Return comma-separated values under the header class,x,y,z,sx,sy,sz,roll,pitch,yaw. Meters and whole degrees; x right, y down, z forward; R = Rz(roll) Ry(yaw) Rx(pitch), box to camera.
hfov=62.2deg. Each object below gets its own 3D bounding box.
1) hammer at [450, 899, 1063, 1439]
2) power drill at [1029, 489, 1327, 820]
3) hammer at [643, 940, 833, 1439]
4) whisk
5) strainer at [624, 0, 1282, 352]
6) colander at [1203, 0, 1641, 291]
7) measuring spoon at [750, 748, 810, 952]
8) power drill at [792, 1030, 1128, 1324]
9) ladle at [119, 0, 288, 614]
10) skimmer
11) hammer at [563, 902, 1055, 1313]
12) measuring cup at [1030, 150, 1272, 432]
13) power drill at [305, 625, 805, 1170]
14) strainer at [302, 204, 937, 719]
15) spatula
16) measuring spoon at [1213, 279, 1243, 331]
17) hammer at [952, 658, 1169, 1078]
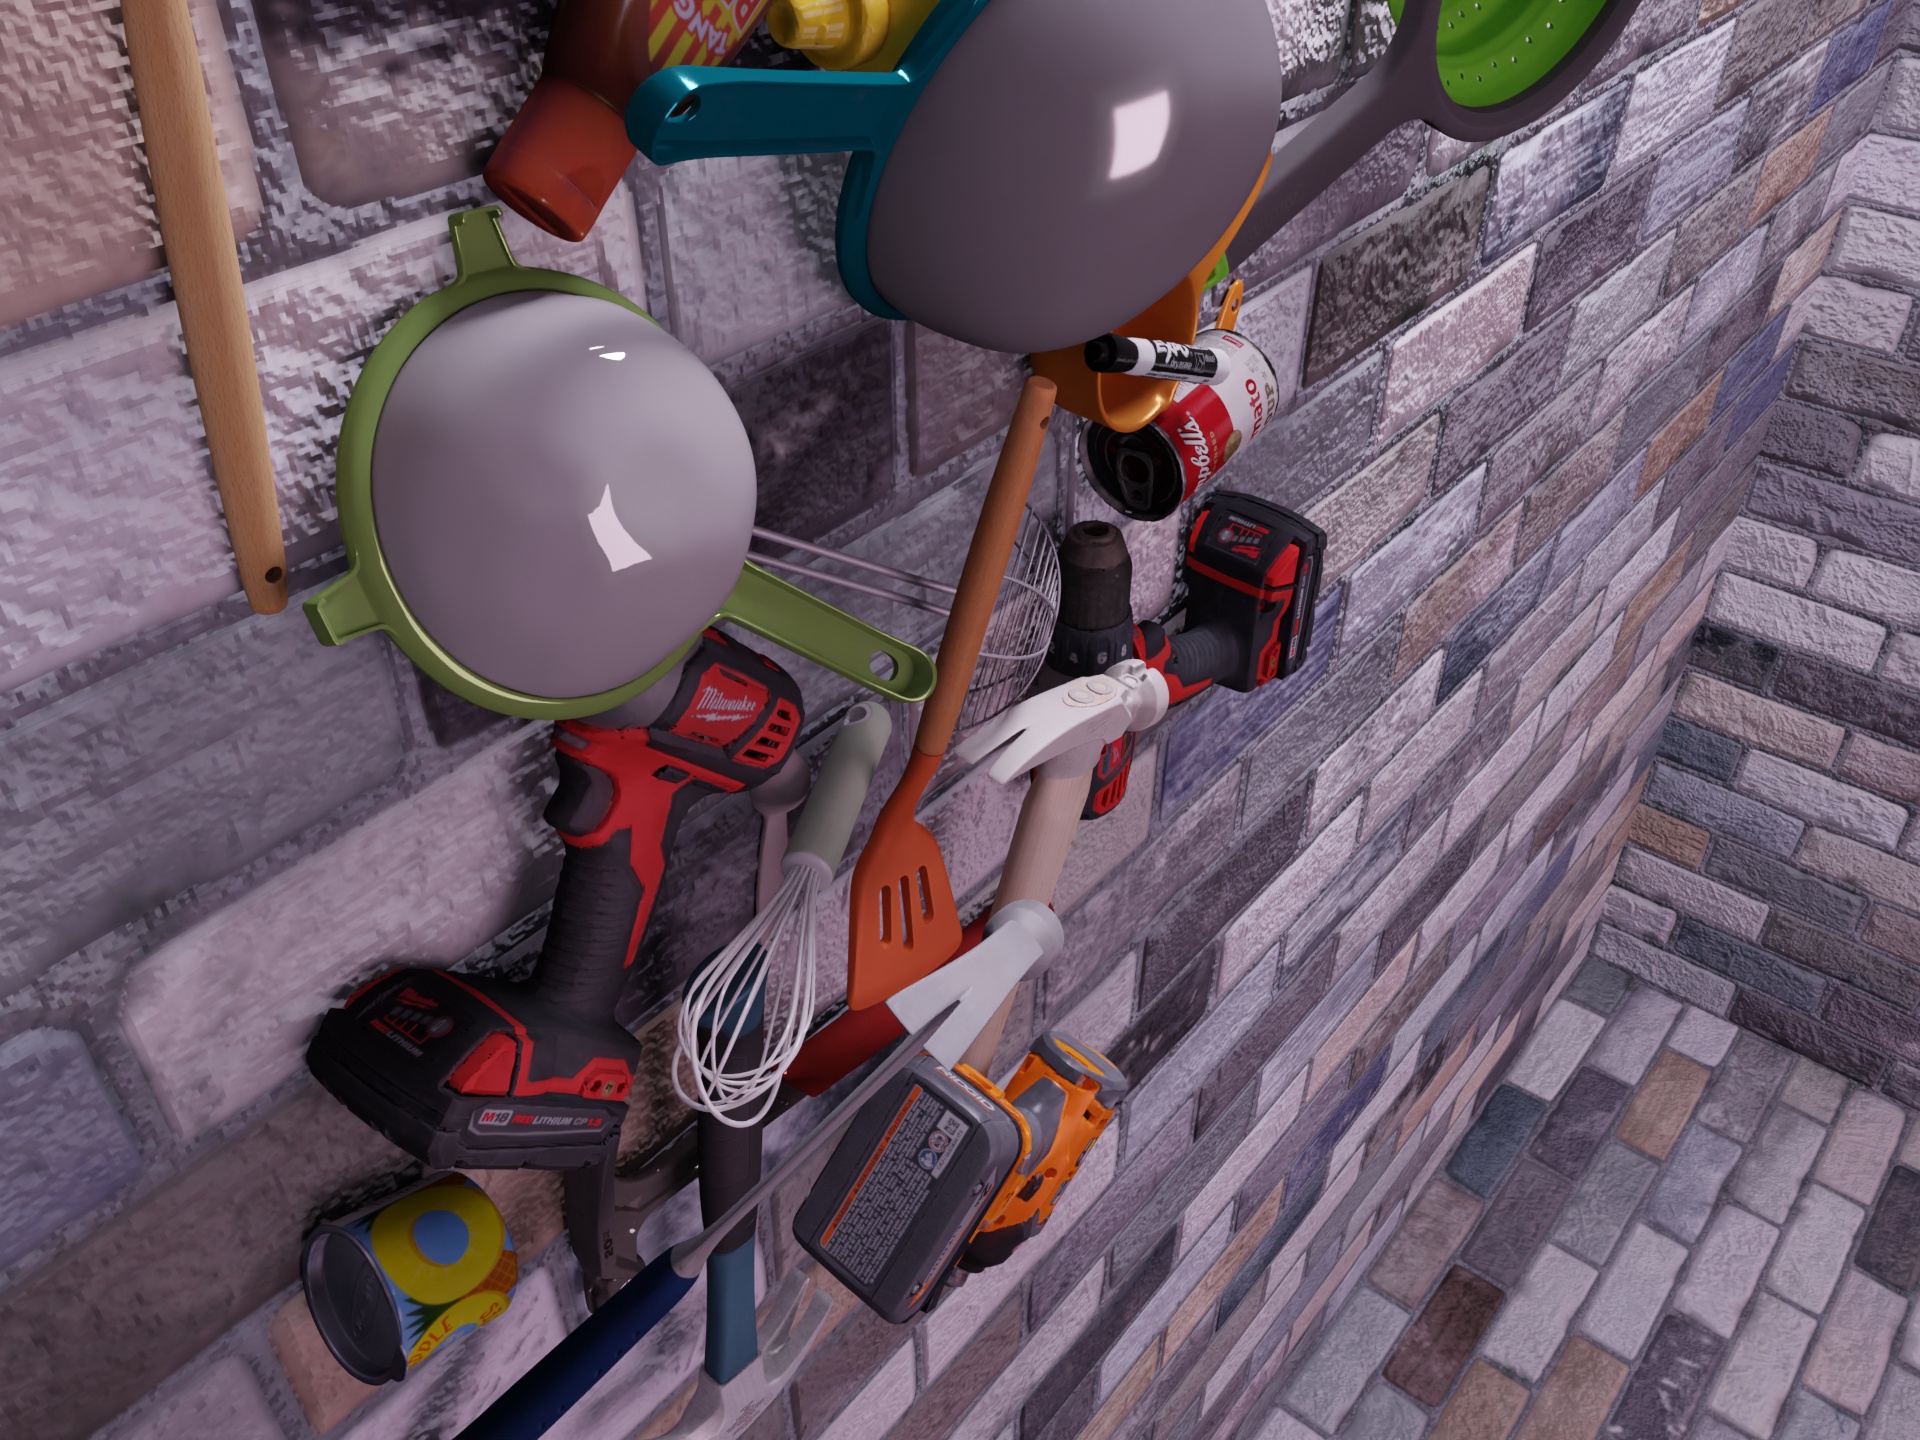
class,x,y,z,sx,sy,sz,roll,pitch,yaw
hammer,-0.115,0.230,0.692,0.405,0.035,0.144,-45,172,13
power drill,0.125,-0.063,0.955,0.227,0.080,0.187,-33,138,-36
hammer,-0.116,0.248,0.794,0.128,0.033,0.330,-29,135,-42
whisk,-0.070,0.073,0.704,0.059,0.058,0.246,59,31,-30
strainer,0.024,-0.199,0.581,0.340,0.095,0.211,-30,162,-52
colander,0.238,-0.385,0.883,0.397,0.095,0.204,-41,148,-2
measuring spoon,-0.087,0.069,0.782,0.034,0.018,0.124,-30,136,-44
power drill,0.002,0.255,0.871,0.164,0.084,0.226,-59,156,5
ladle,-0.204,-0.165,0.415,0.069,0.031,0.315,-29,138,-40
skimmer,-0.074,-0.071,0.684,0.363,0.090,0.127,12,96,-49
hammer,-0.066,0.174,0.878,0.359,0.037,0.149,-30,136,-43
measuring cup,0.096,-0.228,0.804,0.174,0.052,0.095,-58,149,-13
power drill,-0.153,0.058,0.620,0.143,0.079,0.220,30,84,-60
strainer,-0.083,-0.056,0.553,0.256,0.069,0.151,27,74,-42
spatula,-0.001,-0.002,0.709,0.081,0.041,0.322,-24,143,-42
measuring spoon,0.152,-0.203,0.946,0.021,0.011,0.117,-14,124,-53
hammer,0.011,0.159,0.904,0.146,0.038,0.410,-23,138,-47
